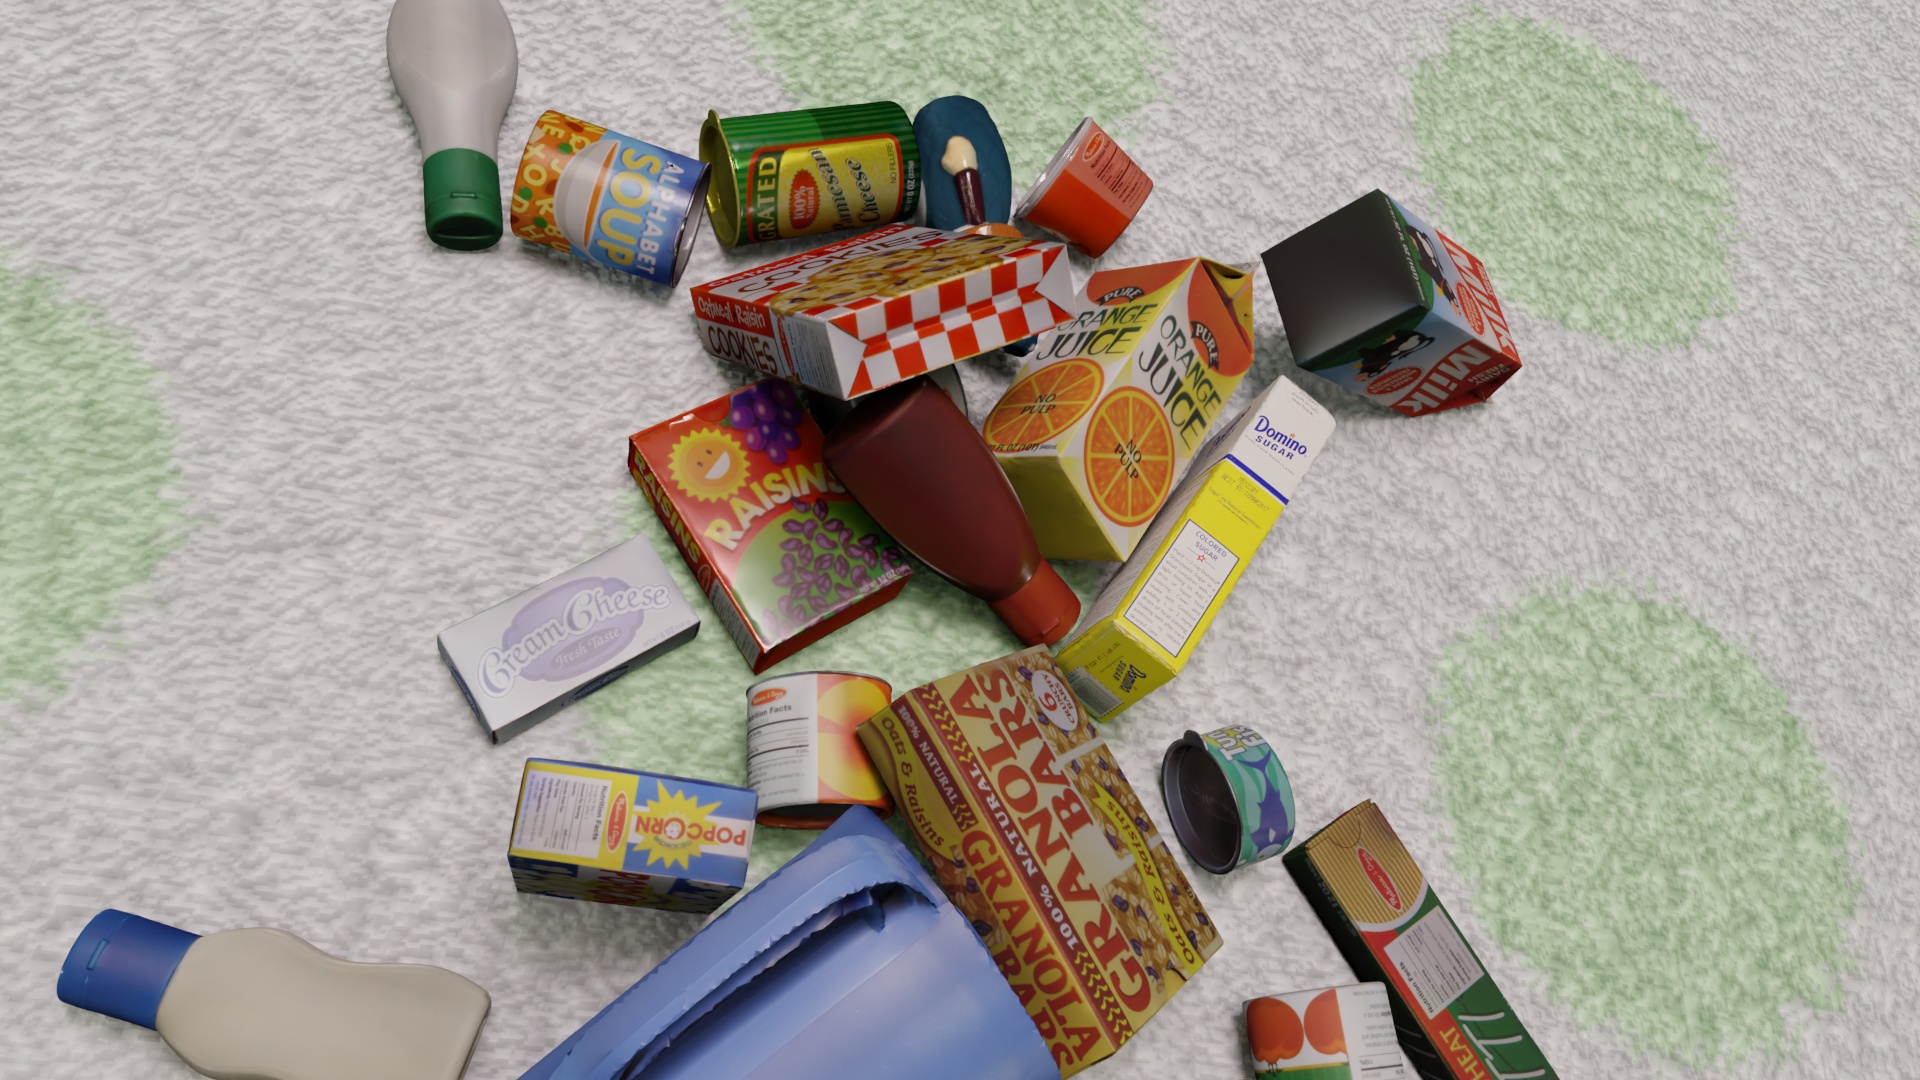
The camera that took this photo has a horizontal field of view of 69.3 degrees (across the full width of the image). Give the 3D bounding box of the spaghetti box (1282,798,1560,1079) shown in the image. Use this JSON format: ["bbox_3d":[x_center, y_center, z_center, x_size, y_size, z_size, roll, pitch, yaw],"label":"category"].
[{"bbox_3d":[0.247,0.246,0.668,0.050,0.028,0.250,-26,77,-25],"label":"spaghetti box"}]

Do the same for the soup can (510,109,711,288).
[{"bbox_3d":[-0.175,-0.171,0.697,0.084,0.071,0.071,17,64,-9],"label":"soup can"}]

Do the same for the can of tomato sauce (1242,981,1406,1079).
[{"bbox_3d":[0.165,0.246,0.624,0.071,0.071,0.083,0,67,-17],"label":"can of tomato sauce"}]

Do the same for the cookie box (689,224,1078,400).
[{"bbox_3d":[-0.042,-0.114,0.668,0.123,0.167,0.040,-23,114,-24],"label":"cookie box"}]

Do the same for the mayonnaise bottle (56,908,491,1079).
[{"bbox_3d":[-0.263,0.181,0.534,0.148,0.041,0.065,20,62,-7],"label":"mayonnaise bottle"}]

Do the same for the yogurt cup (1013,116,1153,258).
[{"bbox_3d":[0.072,-0.198,0.790,0.054,0.072,0.073,36,62,-9],"label":"yogurt cup"}]

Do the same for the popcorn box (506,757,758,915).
[{"bbox_3d":[-0.132,0.121,0.552,0.085,0.126,0.038,10,68,-13],"label":"popcorn box"}]

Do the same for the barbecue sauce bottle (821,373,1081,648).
[{"bbox_3d":[0.002,-0.008,0.663,0.065,0.044,0.148,-39,115,5],"label":"barbecue sauce bottle"}]

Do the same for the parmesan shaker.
[{"bbox_3d":[-0.080,-0.198,0.737,0.103,0.071,0.071,-14,72,-22],"label":"parmesan shaker"}]

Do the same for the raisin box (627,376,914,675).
[{"bbox_3d":[-0.093,-0.010,0.670,0.086,0.040,0.123,-28,77,-25],"label":"raisin box"}]

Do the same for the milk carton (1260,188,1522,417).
[{"bbox_3d":[0.254,-0.124,0.783,0.191,0.073,0.072,9,61,-49],"label":"milk carton"}]

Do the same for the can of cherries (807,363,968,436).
[{"bbox_3d":[-0.039,-0.068,0.700,0.058,0.071,0.071,-22,75,-23],"label":"can of cherries"}]

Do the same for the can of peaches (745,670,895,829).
[{"bbox_3d":[-0.061,0.095,0.620,0.071,0.071,0.058,3,67,-16],"label":"can of peaches"}]

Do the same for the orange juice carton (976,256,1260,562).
[{"bbox_3d":[0.087,-0.083,0.725,0.193,0.072,0.073,-54,125,-28],"label":"orange juice carton"}]

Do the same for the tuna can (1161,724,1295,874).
[{"bbox_3d":[0.127,0.121,0.664,0.033,0.070,0.071,-12,72,-23],"label":"tuna can"}]

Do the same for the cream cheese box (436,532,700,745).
[{"bbox_3d":[-0.177,0.043,0.630,0.104,0.024,0.053,-30,77,-26],"label":"cream cheese box"}]

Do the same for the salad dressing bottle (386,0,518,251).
[{"bbox_3d":[-0.257,-0.220,0.709,0.064,0.043,0.148,-3,69,-20],"label":"salad dressing bottle"}]

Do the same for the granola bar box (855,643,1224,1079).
[{"bbox_3d":[0.039,0.132,0.613,0.124,0.039,0.166,-10,67,-59],"label":"granola bar box"}]
